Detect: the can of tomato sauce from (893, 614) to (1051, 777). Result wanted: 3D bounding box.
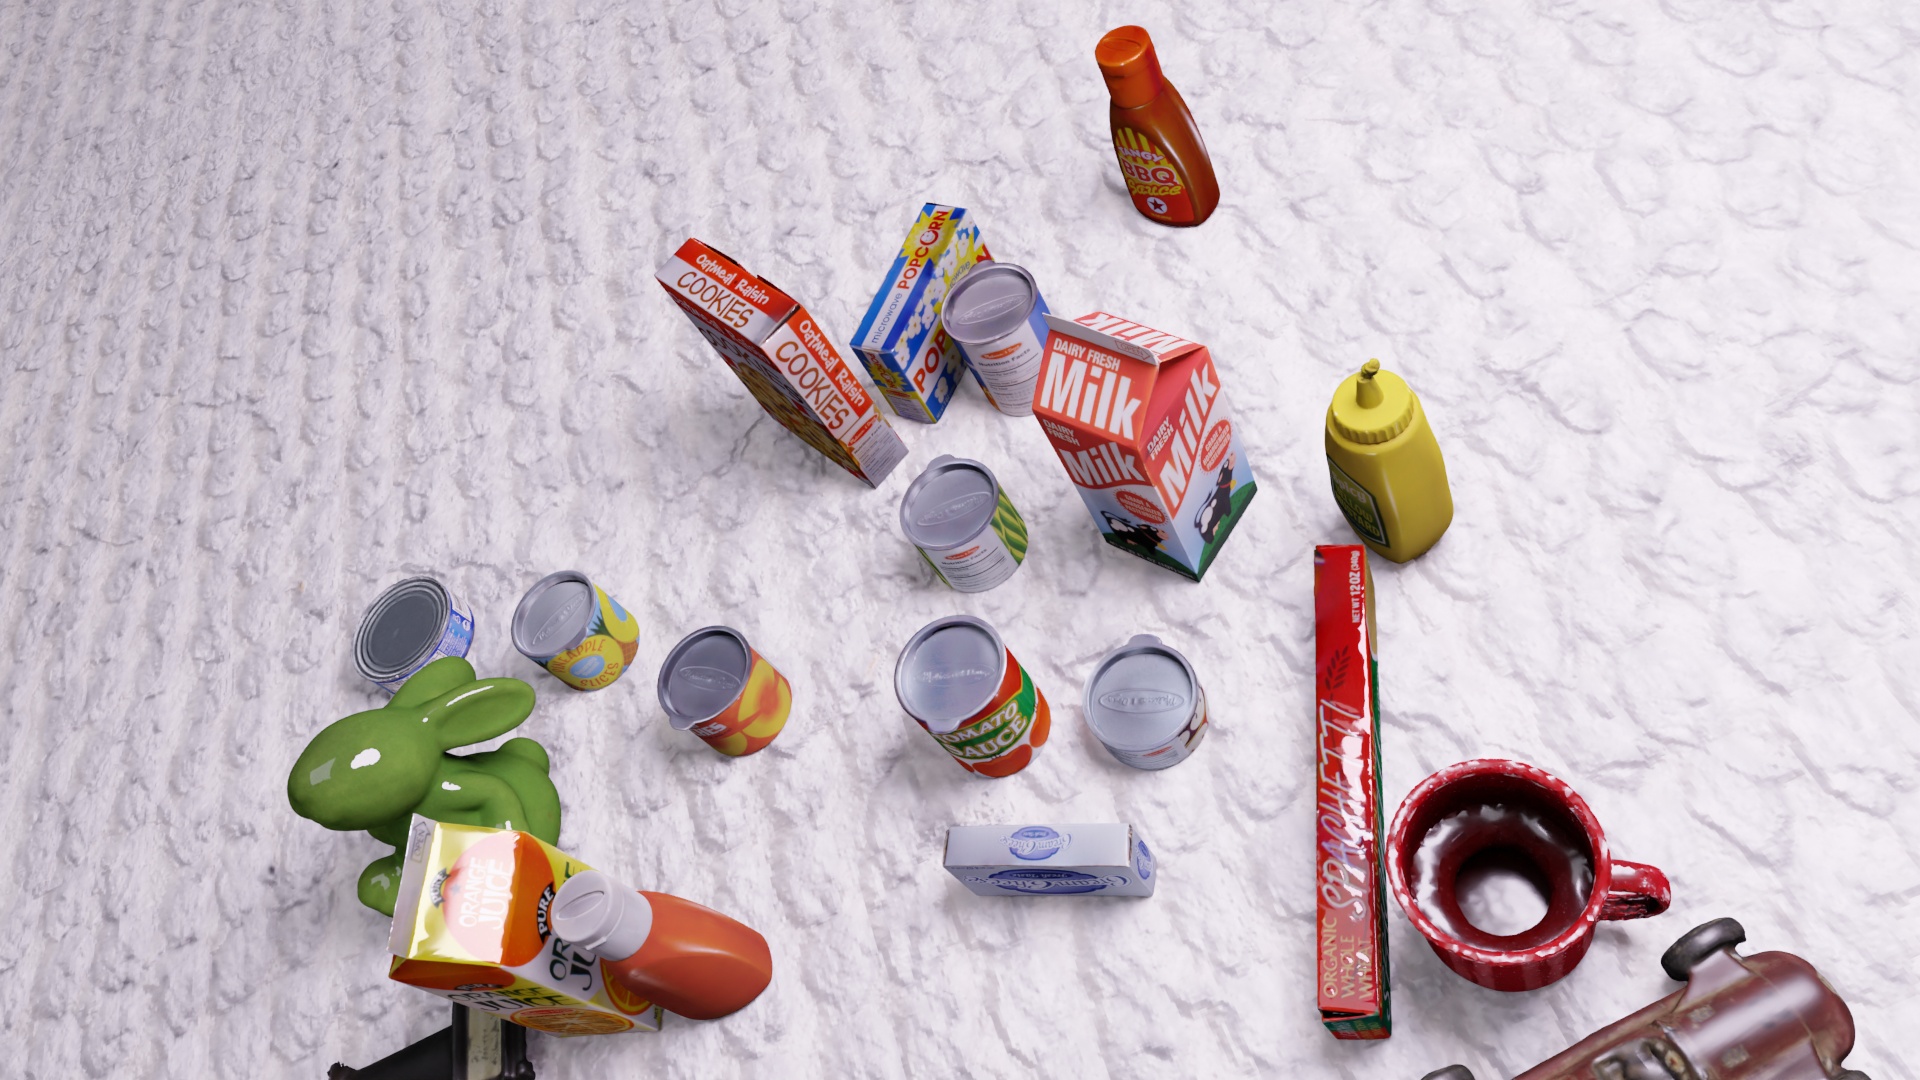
[{"bbox_3d":[0.009,0.092,0.790,0.071,0.083,0.071,-12,56,18],"label":"can of tomato sauce"}]

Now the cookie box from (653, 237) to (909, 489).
[{"bbox_3d":[-0.116,-0.117,0.926,0.123,0.167,0.040,35,79,36],"label":"cookie box"}]

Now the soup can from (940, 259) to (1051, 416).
[{"bbox_3d":[0.033,-0.134,0.922,0.071,0.083,0.071,-12,56,18],"label":"soup can"}]

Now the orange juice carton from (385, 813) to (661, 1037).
[{"bbox_3d":[-0.240,0.214,0.757,0.073,0.192,0.072,-11,56,18],"label":"orange juice carton"}]

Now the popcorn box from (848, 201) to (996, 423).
[{"bbox_3d":[-0.020,-0.156,0.959,0.038,0.085,0.127,13,66,30],"label":"popcorn box"}]

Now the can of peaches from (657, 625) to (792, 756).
[{"bbox_3d":[-0.148,0.097,0.874,0.071,0.058,0.071,-12,56,18],"label":"can of peaches"}]

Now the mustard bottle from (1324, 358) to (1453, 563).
[{"bbox_3d":[0.221,-0.047,0.733,0.049,0.159,0.065,-38,52,-1],"label":"mustard bottle"}]

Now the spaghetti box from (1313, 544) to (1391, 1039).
[{"bbox_3d":[0.198,0.121,0.707,0.028,0.050,0.251,-5,58,22],"label":"spaghetti box"}]

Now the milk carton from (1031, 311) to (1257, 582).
[{"bbox_3d":[0.102,-0.060,0.776,0.072,0.190,0.073,24,73,34],"label":"milk carton"}]

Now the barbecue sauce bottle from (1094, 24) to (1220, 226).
[{"bbox_3d":[0.128,-0.275,0.927,0.065,0.148,0.044,23,72,34],"label":"barbecue sauce bottle"}]

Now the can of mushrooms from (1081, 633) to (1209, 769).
[{"bbox_3d":[0.105,0.091,0.779,0.071,0.033,0.071,-12,56,18],"label":"can of mushrooms"}]

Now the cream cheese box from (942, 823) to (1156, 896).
[{"bbox_3d":[0.048,0.171,0.741,0.104,0.053,0.024,-6,58,21],"label":"cream cheese box"}]

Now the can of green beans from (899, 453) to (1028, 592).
[{"bbox_3d":[0.003,-0.009,0.872,0.071,0.057,0.071,-12,56,18],"label":"can of green beans"}]

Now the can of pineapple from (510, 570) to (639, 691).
[{"bbox_3d":[-0.261,0.064,0.946,0.071,0.057,0.071,-12,56,18],"label":"can of pineapple"}]

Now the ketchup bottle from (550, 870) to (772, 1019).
[{"bbox_3d":[-0.161,0.218,0.746,0.064,0.148,0.044,-27,53,7],"label":"ketchup bottle"}]
